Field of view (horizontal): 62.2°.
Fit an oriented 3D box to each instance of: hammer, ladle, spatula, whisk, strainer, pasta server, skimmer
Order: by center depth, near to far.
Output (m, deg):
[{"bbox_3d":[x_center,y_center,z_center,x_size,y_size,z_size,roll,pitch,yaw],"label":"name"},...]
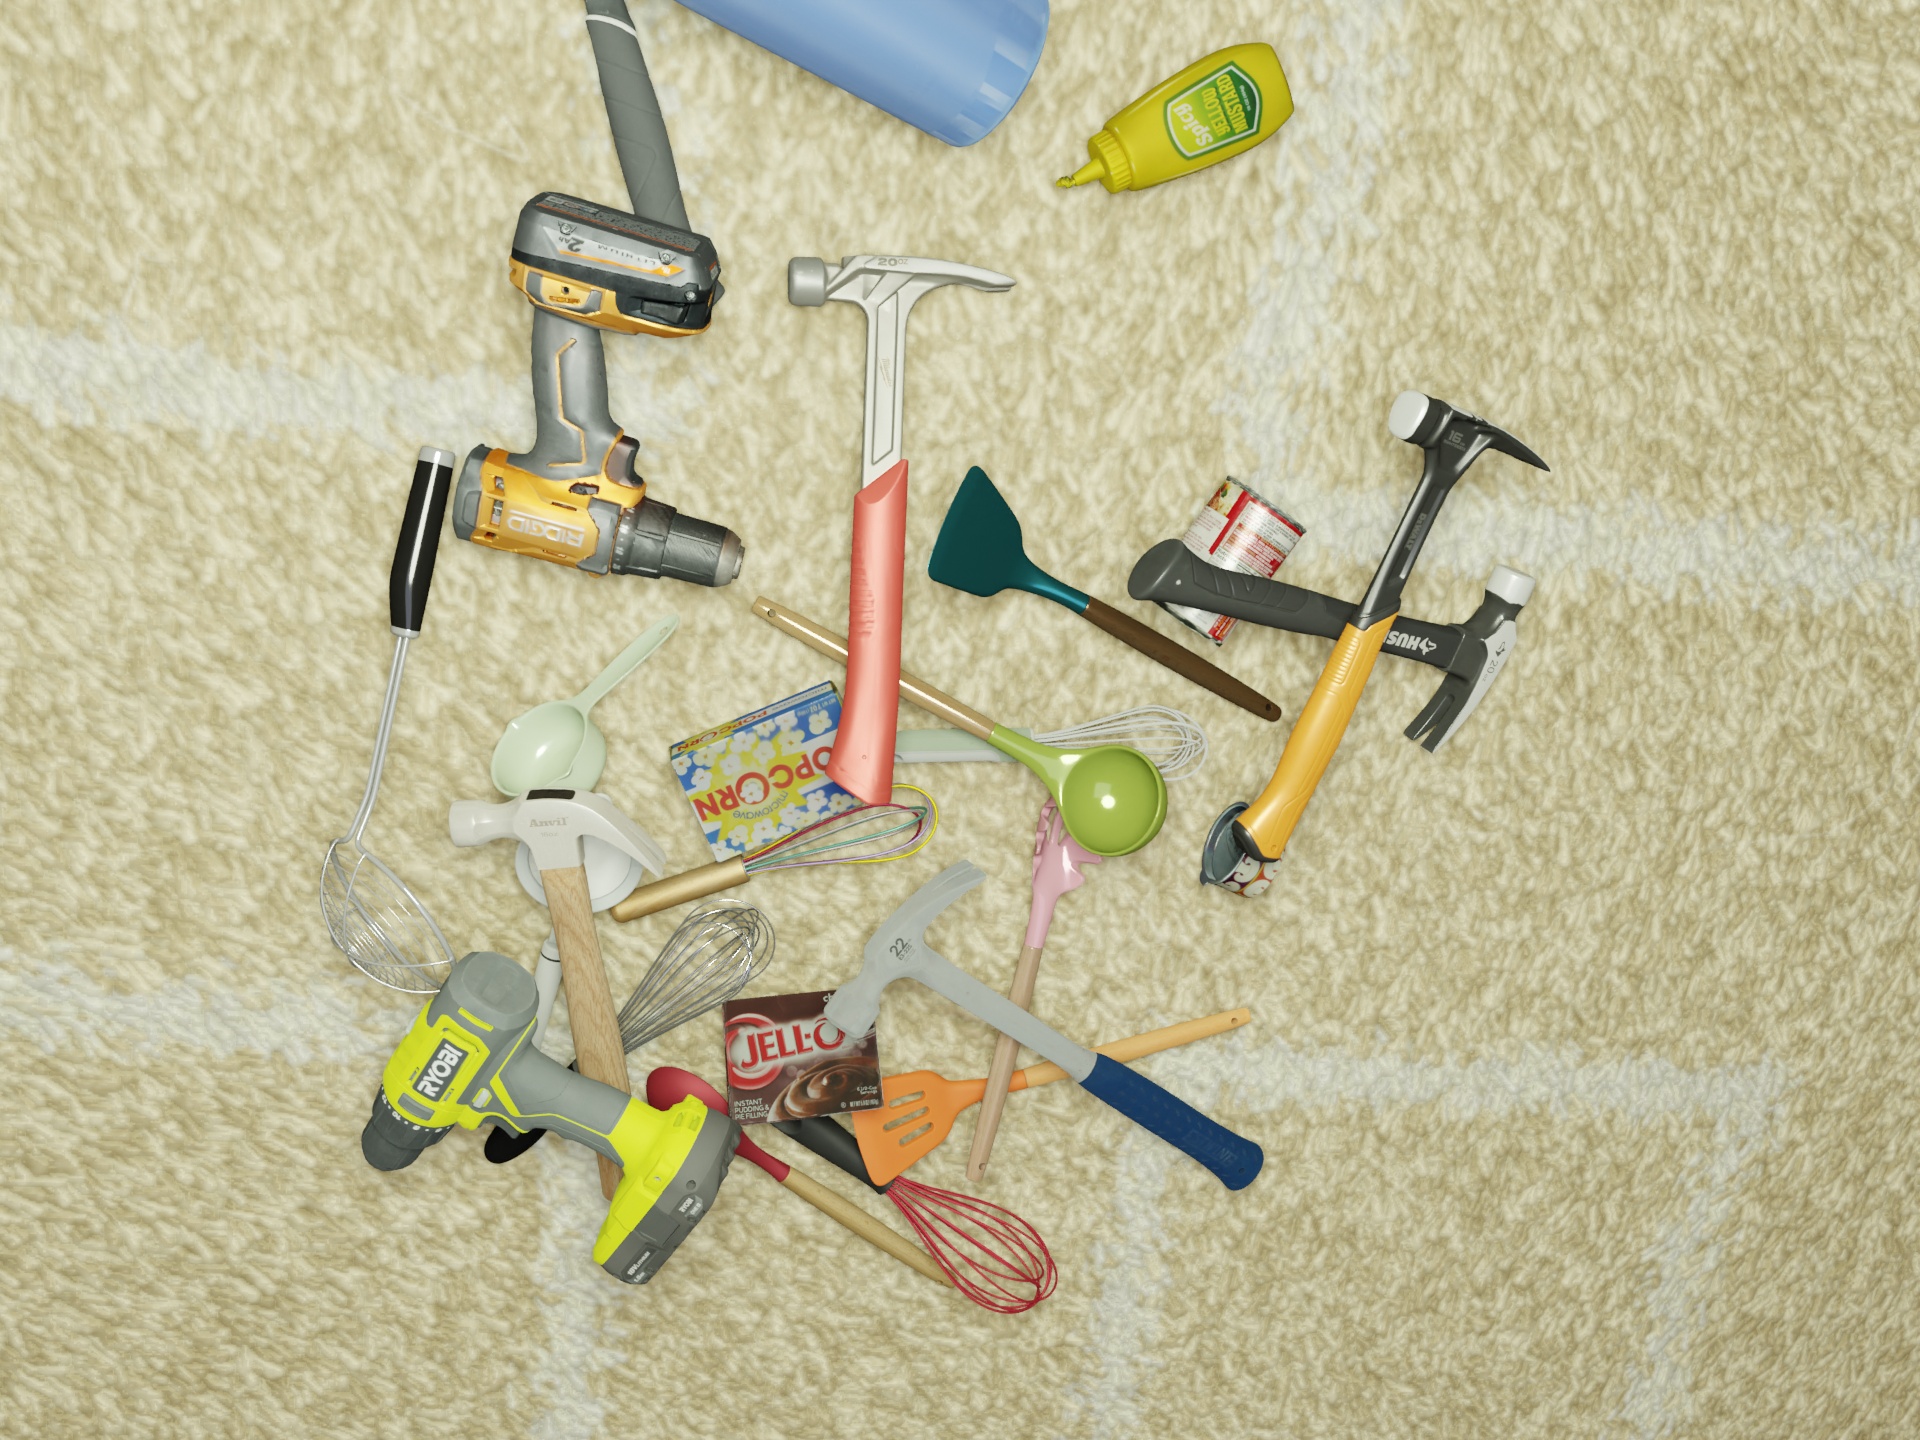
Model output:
[{"bbox_3d":[-0.223,-0.441,0.963,0.149,0.036,0.408,-15,109,-4],"label":"hammer"},{"bbox_3d":[-0.045,-0.124,1.057,0.149,0.037,0.359,1,95,-10],"label":"hammer"},{"bbox_3d":[-0.357,0.004,1.063,0.090,0.127,0.363,8,94,-49],"label":"skimmer"},{"bbox_3d":[0.279,-0.051,1.091,0.127,0.034,0.336,14,108,-30],"label":"hammer"},{"bbox_3d":[-0.252,0.196,1.094,0.130,0.031,0.331,-5,115,0],"label":"hammer"},{"bbox_3d":[-0.002,-0.004,1.097,0.320,0.062,0.078,29,94,-4],"label":"ladle"},{"bbox_3d":[0.257,-0.067,1.113,0.334,0.035,0.146,10,111,-30],"label":"hammer"},{"bbox_3d":[0.111,-0.069,1.118,0.317,0.044,0.082,27,80,-23],"label":"spatula"},{"bbox_3d":[-0.288,0.155,1.132,0.086,0.050,0.258,14,110,-17],"label":"strainer"},{"bbox_3d":[-0.133,0.102,1.142,0.245,0.051,0.047,-18,115,-1],"label":"whisk"},{"bbox_3d":[0.058,0.018,1.149,0.246,0.057,0.059,-1,64,-5],"label":"whisk"},{"bbox_3d":[-0.247,0.230,1.156,0.284,0.070,0.070,-42,109,9],"label":"whisk"},{"bbox_3d":[0.090,0.249,1.184,0.405,0.035,0.144,37,88,-29],"label":"hammer"},{"bbox_3d":[0.051,0.196,1.184,0.060,0.040,0.316,11,96,-27],"label":"pasta server"},{"bbox_3d":[-0.117,0.362,1.229,0.315,0.031,0.069,40,130,-22],"label":"ladle"},{"bbox_3d":[0.075,0.274,1.231,0.322,0.041,0.081,-15,92,-7],"label":"spatula"},{"bbox_3d":[-0.042,0.369,1.233,0.295,0.073,0.073,39,97,-12],"label":"whisk"}]

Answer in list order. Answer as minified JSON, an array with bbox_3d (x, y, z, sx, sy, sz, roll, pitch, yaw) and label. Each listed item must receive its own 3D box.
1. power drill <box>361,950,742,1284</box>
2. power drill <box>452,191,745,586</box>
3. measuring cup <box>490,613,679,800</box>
[{"bbox_3d":[-0.284,0.280,1.076,0.228,0.080,0.190,34,116,-8],"label":"power drill"},{"bbox_3d":[-0.210,-0.194,0.999,0.185,0.084,0.226,15,116,-8],"label":"power drill"},{"bbox_3d":[-0.245,-0.004,1.086,0.167,0.083,0.038,-46,138,-13],"label":"measuring cup"}]
